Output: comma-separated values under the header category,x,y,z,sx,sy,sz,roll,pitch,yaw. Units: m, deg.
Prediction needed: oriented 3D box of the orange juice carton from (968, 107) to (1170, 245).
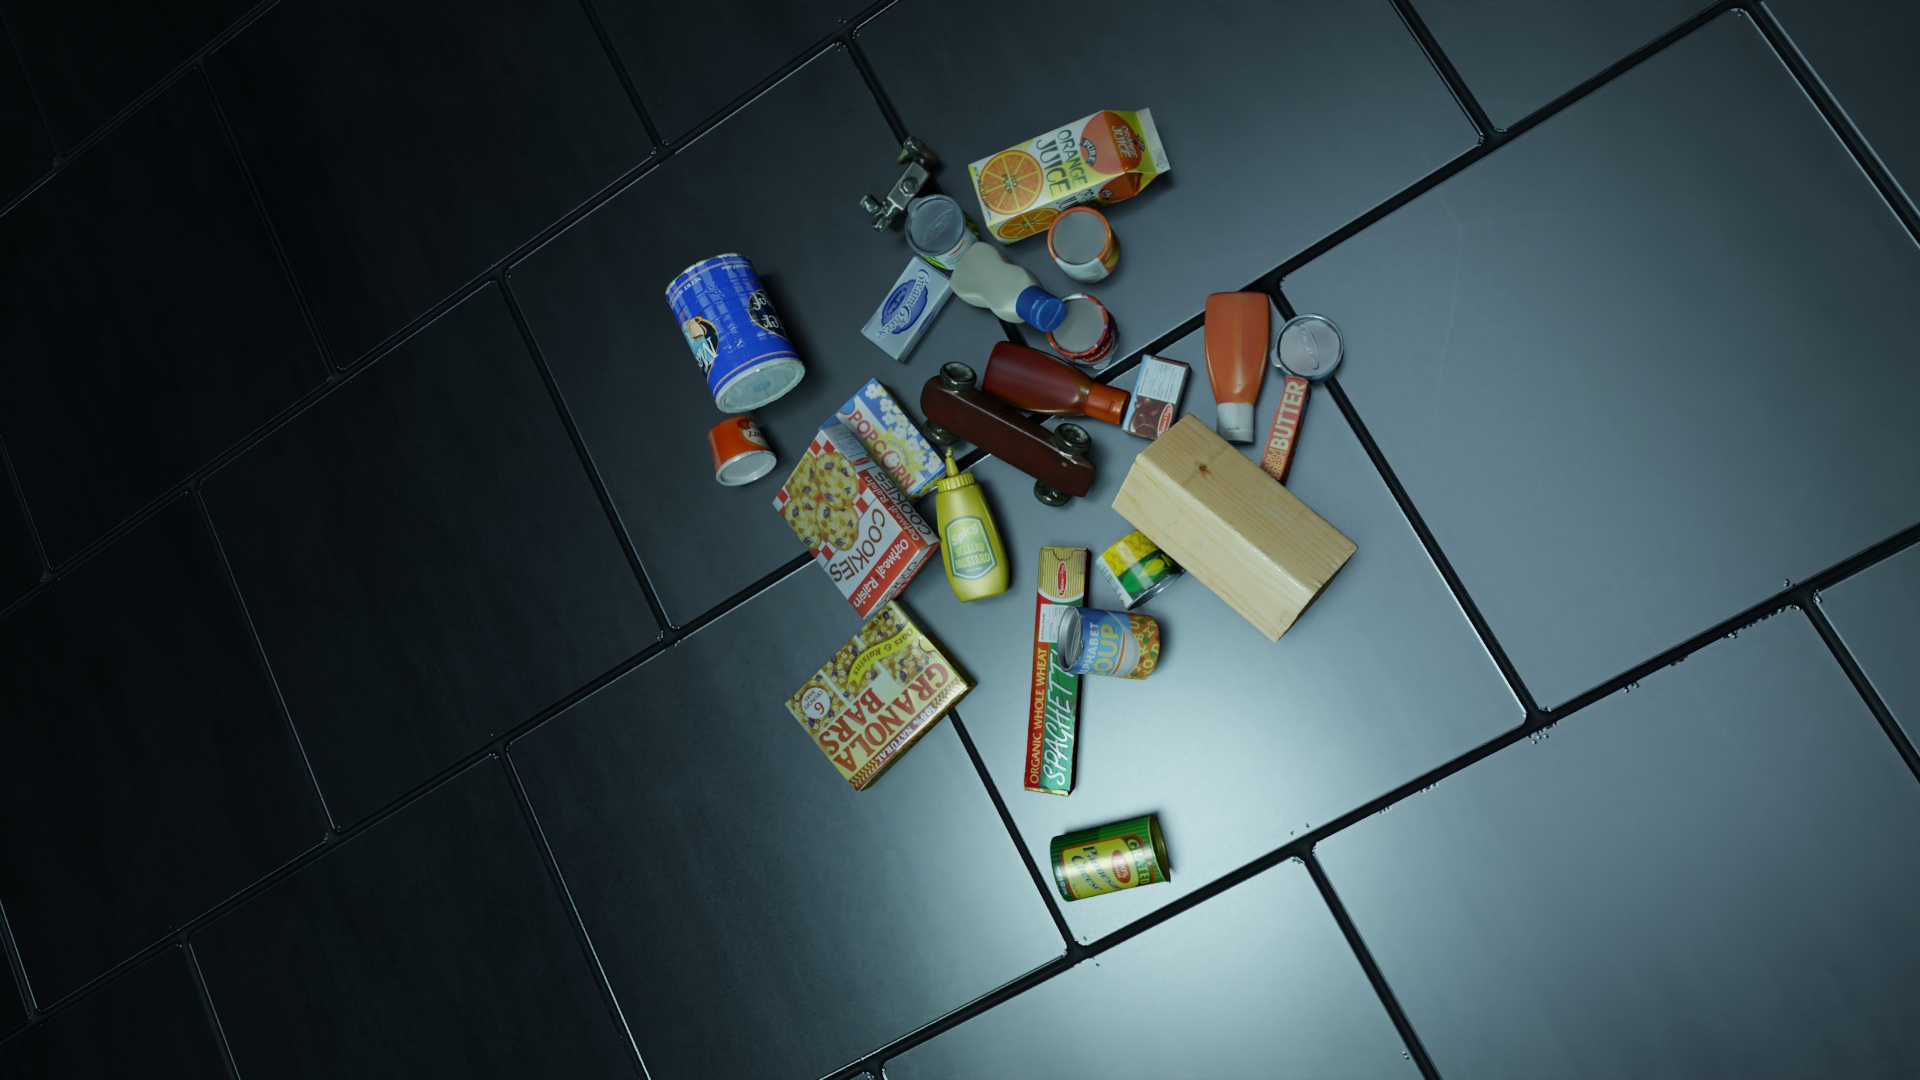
category,x,y,z,sx,sy,sz,roll,pitch,yaw
orange juice carton,0.113,-0.378,1.428,0.192,0.073,0.072,-19,80,14

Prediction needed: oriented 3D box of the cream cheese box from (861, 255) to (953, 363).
category,x,y,z,sx,sy,sz,roll,pitch,yaw
cream cheese box,-0.055,-0.248,1.491,0.053,0.024,0.103,38,96,15

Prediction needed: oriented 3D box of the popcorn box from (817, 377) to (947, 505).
category,x,y,z,sx,sy,sz,roll,pitch,yaw
popcorn box,-0.079,-0.097,1.477,0.085,0.038,0.127,-41,76,10

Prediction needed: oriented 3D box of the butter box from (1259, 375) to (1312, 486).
category,x,y,z,sx,sy,sz,roll,pitch,yaw
butter box,0.317,-0.105,1.355,0.024,0.053,0.103,16,90,19

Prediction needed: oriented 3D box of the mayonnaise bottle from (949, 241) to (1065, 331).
category,x,y,z,sx,sy,sz,roll,pitch,yaw
mayonnaise bottle,0.050,-0.255,1.419,0.064,0.041,0.148,-56,45,6

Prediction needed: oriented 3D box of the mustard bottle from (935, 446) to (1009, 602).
category,x,y,z,sx,sy,sz,roll,pitch,yaw
mustard bottle,0.005,-0.018,1.430,0.065,0.049,0.160,-15,91,8

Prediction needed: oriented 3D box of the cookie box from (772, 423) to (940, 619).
category,x,y,z,sx,sy,sz,roll,pitch,yaw
cookie box,-0.110,-0.019,1.453,0.167,0.040,0.122,50,129,14

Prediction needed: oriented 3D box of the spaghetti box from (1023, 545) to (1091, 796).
category,x,y,z,sx,sy,sz,roll,pitch,yaw
spaghetti box,0.098,0.131,1.410,0.050,0.028,0.250,3,86,17

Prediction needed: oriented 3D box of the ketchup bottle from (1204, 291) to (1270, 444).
category,x,y,z,sx,sy,sz,roll,pitch,yaw
ketchup bottle,0.274,-0.171,1.378,0.065,0.043,0.149,1,86,17

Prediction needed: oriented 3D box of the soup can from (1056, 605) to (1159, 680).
category,x,y,z,sx,sy,sz,roll,pitch,yaw
soup can,0.145,0.102,1.361,0.084,0.071,0.071,8,87,-15

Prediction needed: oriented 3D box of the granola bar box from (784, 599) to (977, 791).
category,x,y,z,sx,sy,sz,roll,pitch,yaw
granola bar box,-0.085,0.162,1.456,0.165,0.039,0.124,-45,75,9

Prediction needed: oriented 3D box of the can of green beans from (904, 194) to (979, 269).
category,x,y,z,sx,sy,sz,roll,pitch,yaw
can of green beans,-0.018,-0.325,1.469,0.071,0.058,0.071,-1,85,16

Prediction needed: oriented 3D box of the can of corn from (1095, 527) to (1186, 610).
category,x,y,z,sx,sy,sz,roll,pitch,yaw
can of corn,0.178,0.026,1.377,0.071,0.071,0.058,-37,76,11

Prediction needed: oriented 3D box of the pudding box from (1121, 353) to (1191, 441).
category,x,y,z,sx,sy,sz,roll,pitch,yaw
pudding box,0.198,-0.143,1.405,0.050,0.030,0.083,16,90,16

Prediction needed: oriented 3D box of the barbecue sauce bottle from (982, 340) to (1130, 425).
category,x,y,z,sx,sy,sz,roll,pitch,yaw
barbecue sauce bottle,0.100,-0.157,1.427,0.148,0.044,0.064,19,104,16

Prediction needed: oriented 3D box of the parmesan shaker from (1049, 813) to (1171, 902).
category,x,y,z,sx,sy,sz,roll,pitch,yaw
parmesan shaker,0.147,0.315,1.362,0.103,0.071,0.071,-17,81,15

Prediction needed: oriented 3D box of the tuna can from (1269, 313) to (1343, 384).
category,x,y,z,sx,sy,sz,roll,pitch,yaw
tuna can,0.341,-0.187,1.365,0.071,0.033,0.071,-1,85,16

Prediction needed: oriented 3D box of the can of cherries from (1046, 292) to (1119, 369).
category,x,y,z,sx,sy,sz,roll,pitch,yaw
can of cherries,0.126,-0.212,1.417,0.071,0.058,0.071,-2,85,16

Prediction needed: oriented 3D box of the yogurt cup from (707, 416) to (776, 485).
category,x,y,z,sx,sy,sz,roll,pitch,yaw
yogurt cup,-0.241,-0.099,1.512,0.072,0.072,0.054,-29,70,12

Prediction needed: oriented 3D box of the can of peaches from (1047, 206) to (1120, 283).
category,x,y,z,sx,sy,sz,roll,pitch,yaw
can of peaches,0.127,-0.306,1.425,0.071,0.058,0.071,-1,86,16
